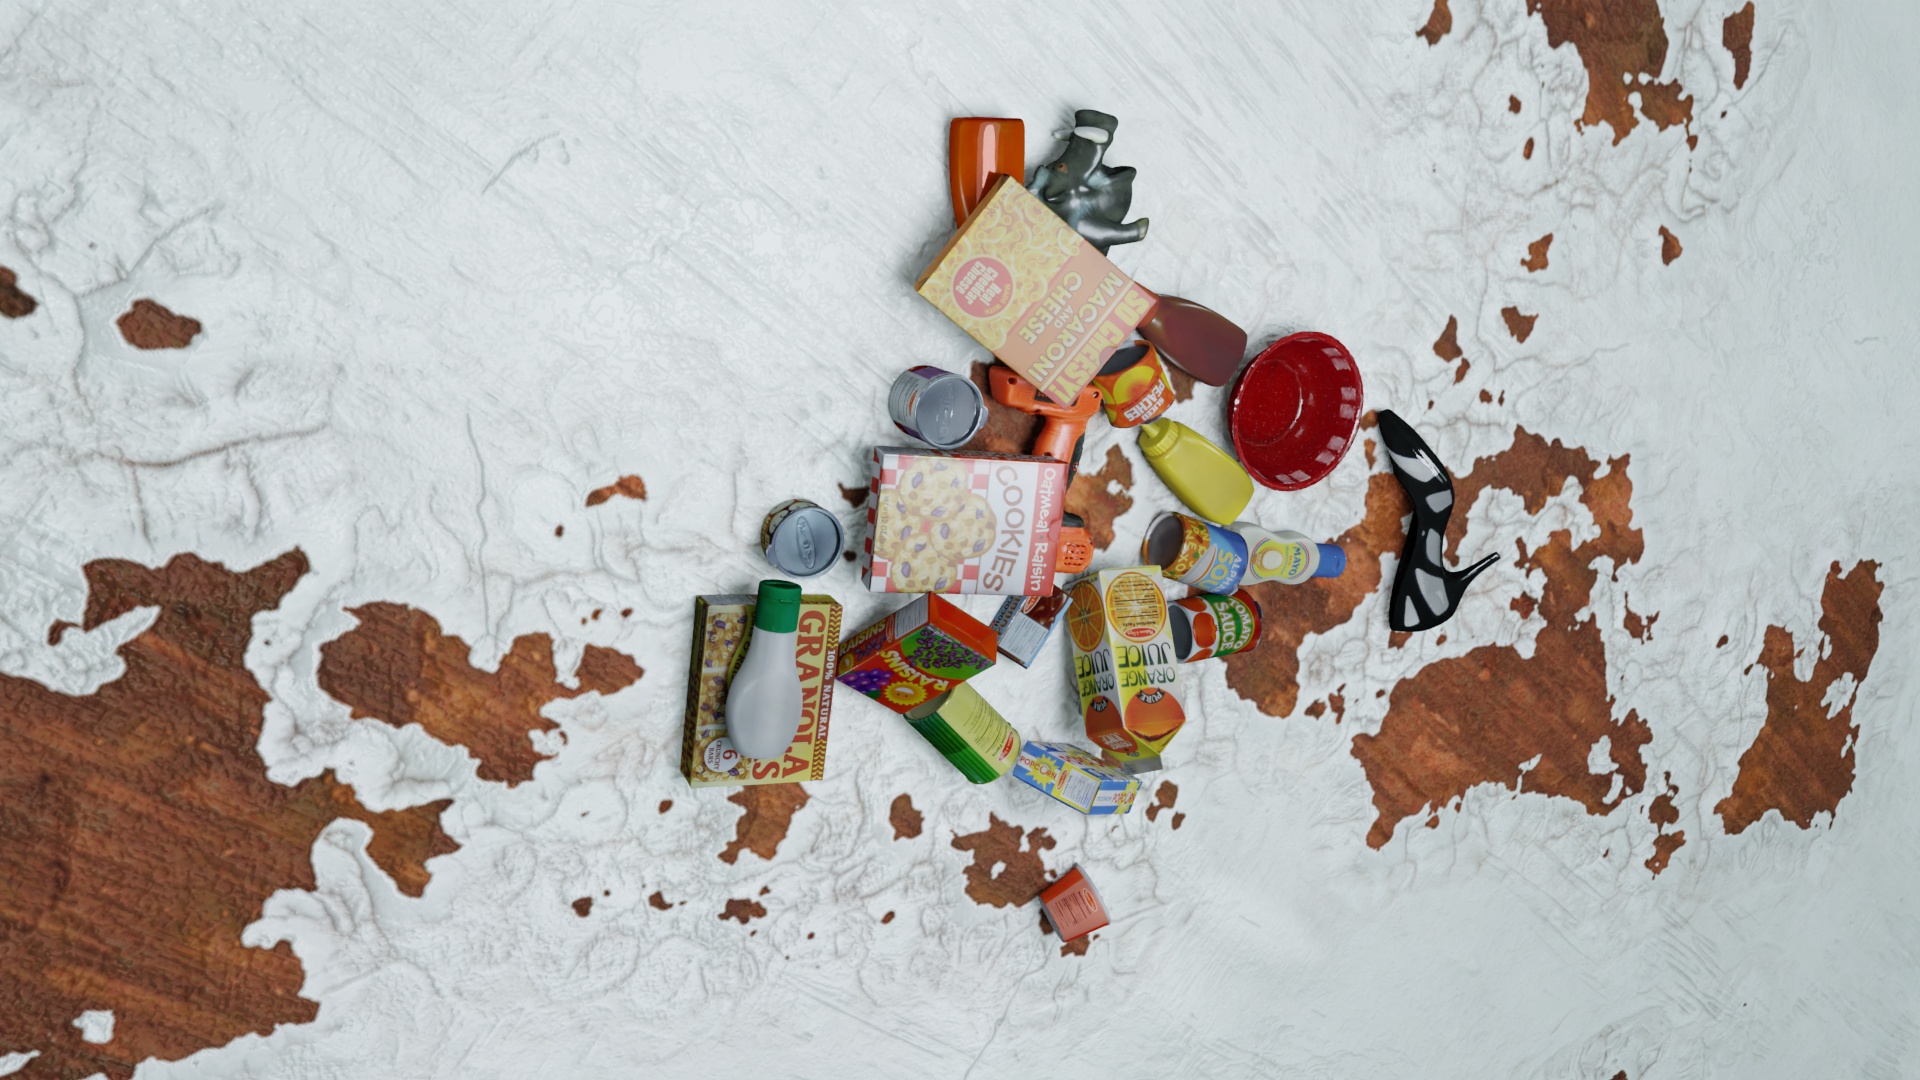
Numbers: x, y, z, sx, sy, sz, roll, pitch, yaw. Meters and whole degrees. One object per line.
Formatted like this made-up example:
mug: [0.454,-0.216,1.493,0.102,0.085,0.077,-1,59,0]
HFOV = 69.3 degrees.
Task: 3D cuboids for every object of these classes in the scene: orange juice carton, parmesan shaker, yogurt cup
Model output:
orange juice carton: [0.159,0.126,1.323,0.073,0.071,0.193,-3,78,-27]
parmesan shaker: [0.001,0.171,1.306,0.071,0.071,0.103,-47,119,-8]
yogurt cup: [0.116,0.376,1.426,0.054,0.072,0.072,-27,116,-9]

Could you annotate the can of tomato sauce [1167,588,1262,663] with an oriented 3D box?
can of tomato sauce: [0.253,0.087,1.408,0.083,0.071,0.071,-8,109,-25]

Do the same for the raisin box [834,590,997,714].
raisin box: [-0.041,0.101,1.236,0.123,0.040,0.086,-32,131,33]

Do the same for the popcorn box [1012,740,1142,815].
popcorn box: [0.114,0.229,1.339,0.126,0.085,0.038,22,92,-63]

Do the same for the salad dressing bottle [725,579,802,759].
salad dressing bottle: [-0.160,0.107,1.167,0.064,0.044,0.147,5,101,-26]

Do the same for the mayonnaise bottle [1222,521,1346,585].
mayonnaise bottle: [0.335,0.017,1.447,0.148,0.041,0.064,5,101,-28]

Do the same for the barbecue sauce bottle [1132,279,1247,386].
barbecue sauce bottle: [0.202,-0.201,1.312,0.148,0.044,0.065,24,93,-30]

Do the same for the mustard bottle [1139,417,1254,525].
mustard bottle: [0.220,-0.078,1.355,0.160,0.049,0.065,38,87,-30]

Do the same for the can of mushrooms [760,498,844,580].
can of mushrooms: [-0.139,-0.001,1.198,0.071,0.033,0.070,-9,109,-26]

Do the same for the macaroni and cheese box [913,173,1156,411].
macaroni and cheese box: [0.063,-0.208,1.177,0.166,0.040,0.123,37,100,-16]

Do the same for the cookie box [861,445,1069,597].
cookie box: [0.004,-0.015,1.212,0.168,0.040,0.122,2,104,-16]

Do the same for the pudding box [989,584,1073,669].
pudding box: [0.064,0.075,1.329,0.049,0.030,0.083,34,88,-30]

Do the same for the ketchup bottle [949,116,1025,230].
ketchup bottle: [0.022,-0.286,1.193,0.065,0.043,0.148,-6,108,-20]

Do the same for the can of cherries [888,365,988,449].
can of cherries: [-0.020,-0.116,1.213,0.072,0.058,0.071,-8,107,-26]

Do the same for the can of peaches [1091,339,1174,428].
can of peaches: [0.159,-0.145,1.290,0.071,0.071,0.058,-35,117,-14]

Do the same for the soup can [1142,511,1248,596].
soup can: [0.233,0.015,1.376,0.084,0.071,0.071,17,97,-30]

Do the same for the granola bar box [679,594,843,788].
granola bar box: [-0.174,0.130,1.215,0.124,0.039,0.165,1,104,-27]

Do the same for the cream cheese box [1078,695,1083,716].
cream cheese box: [0.169,0.148,1.409,0.104,0.024,0.053,-5,108,-26]
